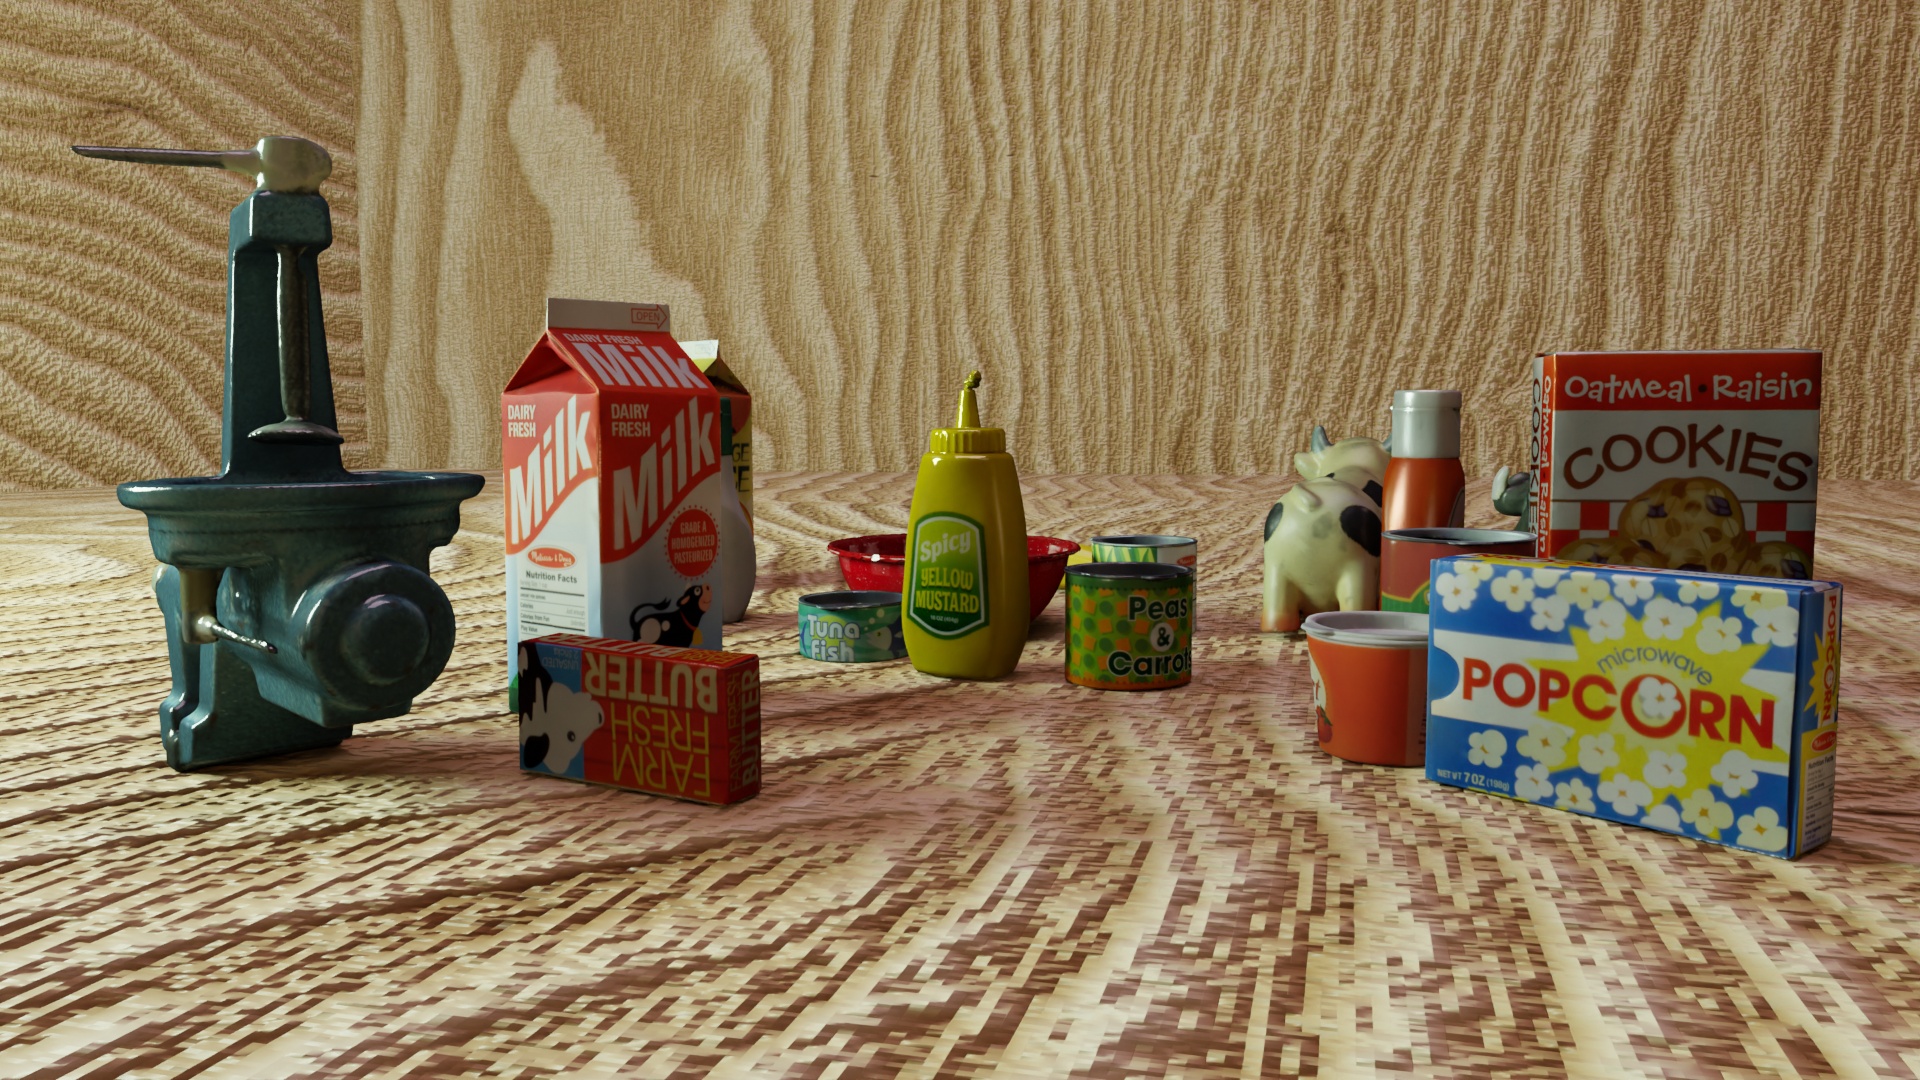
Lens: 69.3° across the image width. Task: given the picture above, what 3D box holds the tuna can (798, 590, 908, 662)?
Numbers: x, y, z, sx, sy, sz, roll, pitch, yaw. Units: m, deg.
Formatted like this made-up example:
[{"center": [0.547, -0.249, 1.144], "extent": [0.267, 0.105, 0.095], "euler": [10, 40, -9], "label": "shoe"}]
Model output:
[{"center": [-0.061, 0.049, 0.793], "extent": [0.071, 0.032, 0.071], "euler": [0, 5, 0], "label": "tuna can"}]

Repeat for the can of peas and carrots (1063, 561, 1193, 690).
[{"center": [0.087, 0.043, 0.711], "extent": [0.071, 0.058, 0.071], "euler": [0, 5, 0], "label": "can of peas and carrots"}]

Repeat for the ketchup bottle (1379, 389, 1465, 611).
[{"center": [0.260, -0.010, 0.780], "extent": [0.043, 0.148, 0.065], "euler": [3, 6, 33], "label": "ketchup bottle"}]

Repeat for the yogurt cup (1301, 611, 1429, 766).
[{"center": [0.174, 0.059, 0.564], "extent": [0.072, 0.054, 0.072], "euler": [0, 5, 0], "label": "yogurt cup"}]

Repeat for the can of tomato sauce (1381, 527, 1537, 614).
[{"center": [0.225, 0.038, 0.627], "extent": [0.071, 0.083, 0.071], "euler": [0, 5, 0], "label": "can of tomato sauce"}]

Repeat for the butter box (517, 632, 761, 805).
[{"center": [-0.121, 0.066, 0.521], "extent": [0.103, 0.053, 0.024], "euler": [3, 6, 29], "label": "butter box"}]

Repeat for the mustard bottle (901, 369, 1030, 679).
[{"center": [0.003, -0.009, 0.728], "extent": [0.065, 0.160, 0.049], "euler": [2, 5, 26], "label": "mustard bottle"}]

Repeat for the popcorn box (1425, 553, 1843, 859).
[{"center": [0.228, 0.051, 0.480], "extent": [0.038, 0.085, 0.126], "euler": [-5, 7, -41], "label": "popcorn box"}]

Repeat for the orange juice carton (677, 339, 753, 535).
[{"center": [-0.212, -0.059, 1.083], "extent": [0.072, 0.192, 0.073], "euler": [3, 6, 36], "label": "orange juice carton"}]

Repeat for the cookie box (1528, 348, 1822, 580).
[{"center": [0.346, -0.010, 0.682], "extent": [0.123, 0.167, 0.040], "euler": [0, 5, 6], "label": "cookie box"}]

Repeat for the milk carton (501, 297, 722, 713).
[{"center": [-0.161, -0.015, 0.644], "extent": [0.073, 0.190, 0.072], "euler": [3, 6, 37], "label": "milk carton"}]

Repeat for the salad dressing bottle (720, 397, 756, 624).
[{"center": [-0.167, -0.020, 0.914], "extent": [0.064, 0.147, 0.044], "euler": [-4, 6, -33], "label": "salad dressing bottle"}]

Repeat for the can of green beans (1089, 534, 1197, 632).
[{"center": [0.115, 0.028, 0.868], "extent": [0.071, 0.057, 0.071], "euler": [0, 5, 0], "label": "can of green beans"}]
